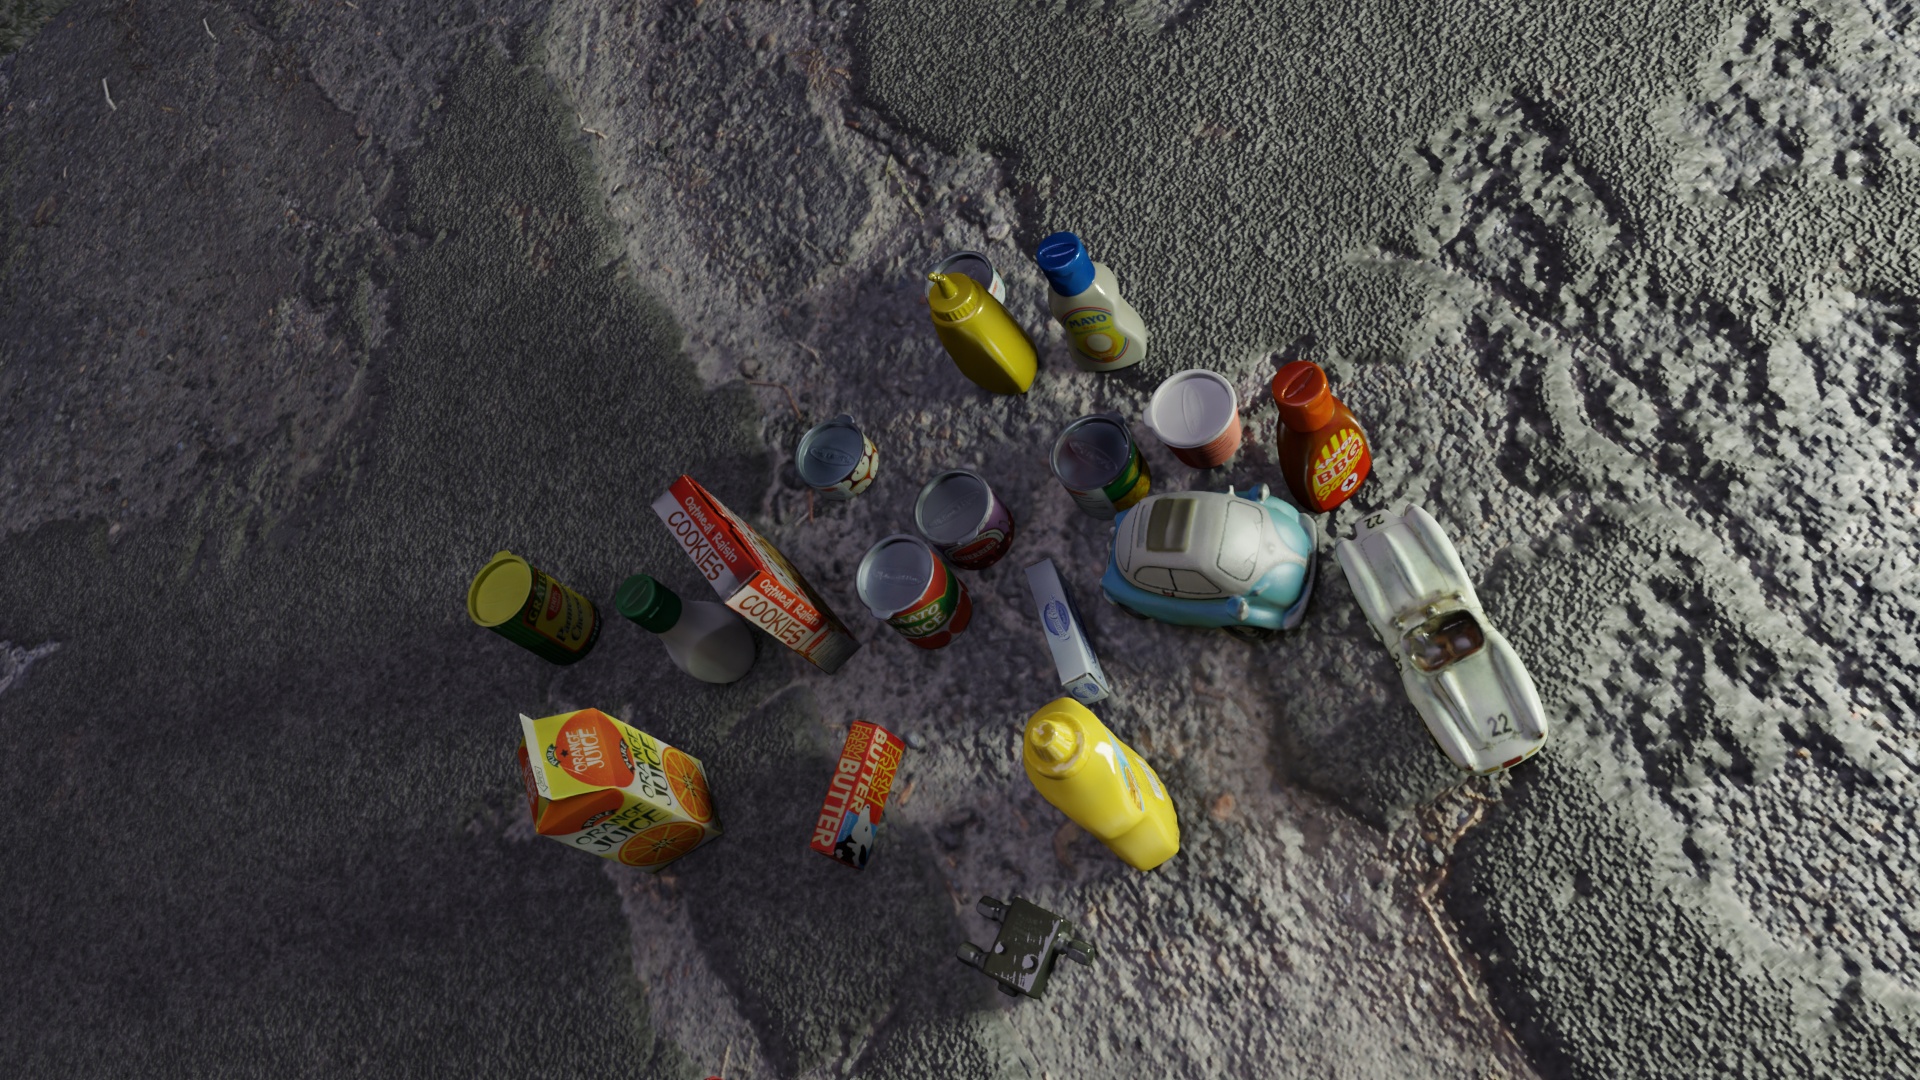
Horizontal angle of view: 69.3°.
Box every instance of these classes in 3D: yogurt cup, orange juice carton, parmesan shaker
[{"bbox_3d":[0.185,-0.091,1.076,0.072,0.054,0.072,-10,62,20],"label":"yogurt cup"},{"bbox_3d":[-0.268,0.189,1.059,0.073,0.192,0.072,-31,57,8],"label":"orange juice carton"},{"bbox_3d":[-0.373,0.060,1.224,0.071,0.103,0.071,-10,62,20],"label":"parmesan shaker"}]

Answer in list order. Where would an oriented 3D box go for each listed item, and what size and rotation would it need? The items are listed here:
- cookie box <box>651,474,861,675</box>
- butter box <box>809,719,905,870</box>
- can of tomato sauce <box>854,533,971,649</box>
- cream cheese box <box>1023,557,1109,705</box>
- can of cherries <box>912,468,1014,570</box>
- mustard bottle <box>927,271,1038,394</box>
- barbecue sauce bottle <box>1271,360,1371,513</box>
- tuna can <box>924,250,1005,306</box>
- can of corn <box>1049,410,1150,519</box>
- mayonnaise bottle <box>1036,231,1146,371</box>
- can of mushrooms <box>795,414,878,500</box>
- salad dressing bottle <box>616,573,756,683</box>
[{"bbox_3d":[-0.160,0.029,1.104,0.040,0.167,0.123,-44,56,0],"label":"cookie box"},{"bbox_3d":[-0.077,0.193,1.055,0.024,0.053,0.104,9,70,28],"label":"butter box"},{"bbox_3d":[-0.036,0.043,1.092,0.071,0.083,0.071,-10,62,20],"label":"can of tomato sauce"},{"bbox_3d":[0.080,0.068,1.045,0.024,0.053,0.104,-25,58,12],"label":"cream cheese box"},{"bbox_3d":[0.004,-0.014,1.117,0.071,0.058,0.072,-10,62,20],"label":"can of cherries"},{"bbox_3d":[0.012,-0.175,1.132,0.065,0.160,0.049,12,72,29],"label":"mustard bottle"},{"bbox_3d":[0.251,-0.075,0.982,0.065,0.148,0.044,-45,56,-1],"label":"barbecue sauce bottle"},{"bbox_3d":[0.002,-0.222,1.236,0.071,0.032,0.071,-10,62,20],"label":"tuna can"},{"bbox_3d":[0.112,-0.059,1.090,0.071,0.058,0.071,-10,62,20],"label":"can of corn"},{"bbox_3d":[0.101,-0.188,1.106,0.064,0.147,0.041,-9,63,21],"label":"mayonnaise bottle"},{"bbox_3d":[-0.106,-0.072,1.210,0.071,0.033,0.071,-10,62,20],"label":"can of mushrooms"},{"bbox_3d":[-0.221,0.071,1.123,0.064,0.147,0.044,-49,57,-3],"label":"salad dressing bottle"}]
